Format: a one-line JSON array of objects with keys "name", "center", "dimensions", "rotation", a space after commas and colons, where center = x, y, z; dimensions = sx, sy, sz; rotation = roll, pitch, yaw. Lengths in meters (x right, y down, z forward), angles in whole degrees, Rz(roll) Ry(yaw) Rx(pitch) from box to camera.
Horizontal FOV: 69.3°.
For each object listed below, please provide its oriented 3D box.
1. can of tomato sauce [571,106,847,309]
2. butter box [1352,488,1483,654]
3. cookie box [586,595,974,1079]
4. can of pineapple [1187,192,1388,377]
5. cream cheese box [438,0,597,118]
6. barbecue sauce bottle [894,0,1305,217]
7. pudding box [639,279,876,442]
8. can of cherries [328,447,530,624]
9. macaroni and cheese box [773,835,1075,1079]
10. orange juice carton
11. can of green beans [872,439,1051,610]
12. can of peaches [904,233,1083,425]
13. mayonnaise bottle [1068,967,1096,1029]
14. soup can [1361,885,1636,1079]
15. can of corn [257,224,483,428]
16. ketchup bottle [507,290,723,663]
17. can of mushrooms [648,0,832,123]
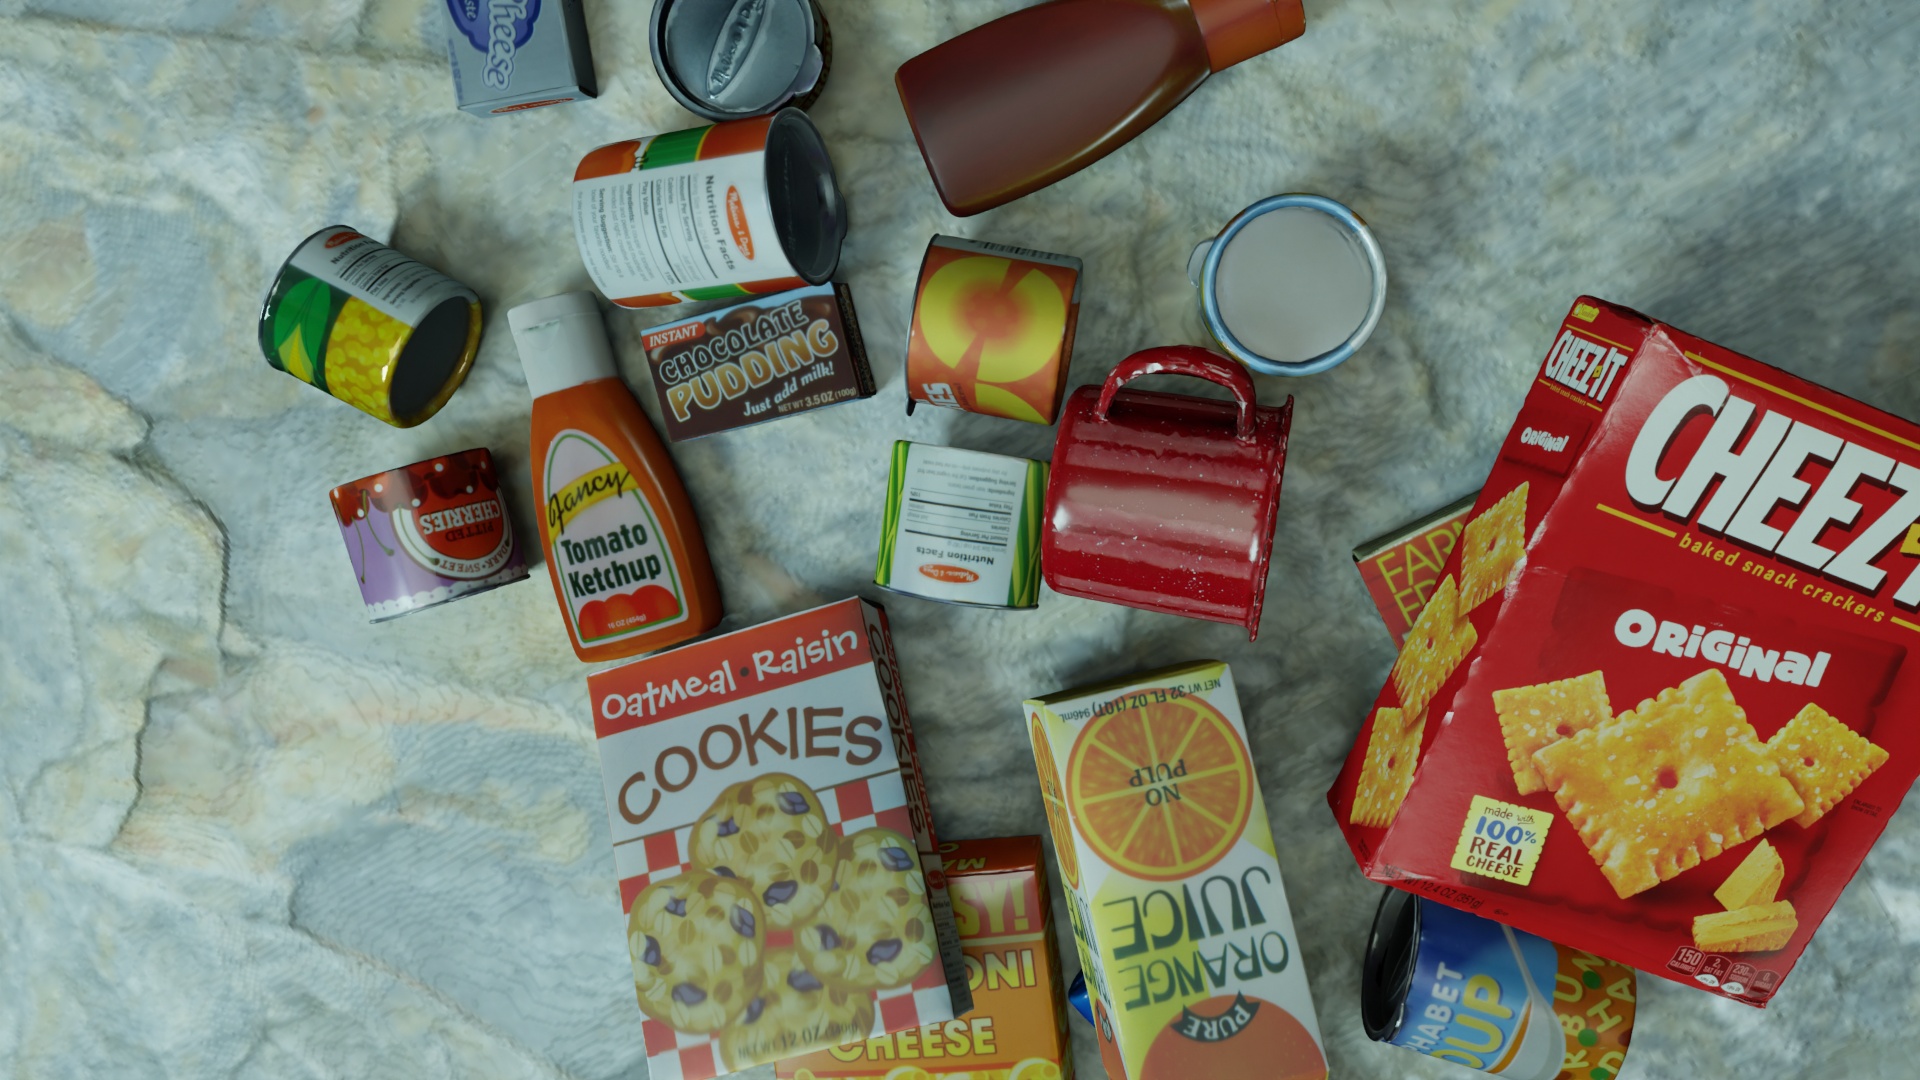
[{"name": "can of tomato sauce", "center": [-0.096, -0.127, 0.538], "dimensions": [0.083, 0.071, 0.071], "rotation": [-4, 98, 19]}, {"name": "butter box", "center": [0.210, 0.006, 0.539], "dimensions": [0.103, 0.024, 0.053], "rotation": [-27, 93, 11]}, {"name": "cookie box", "center": [-0.075, 0.119, 0.558], "dimensions": [0.123, 0.040, 0.168], "rotation": [-16, 73, 8]}, {"name": "can of pineapple", "center": [0.121, -0.095, 0.520], "dimensions": [0.071, 0.058, 0.071], "rotation": [1, 99, 8]}, {"name": "cream cheese box", "center": [-0.184, -0.228, 0.561], "dimensions": [0.053, 0.024, 0.103], "rotation": [-7, 97, 9]}, {"name": "barbecue sauce bottle", "center": [0.054, -0.178, 0.525], "dimensions": [0.148, 0.044, 0.065], "rotation": [-21, 95, 10]}, {"name": "pudding box", "center": [-0.082, -0.073, 0.566], "dimensions": [0.084, 0.030, 0.049], "rotation": [-12, 95, 9]}, {"name": "can of cherries", "center": [-0.218, -0.003, 0.576], "dimensions": [0.071, 0.071, 0.058], "rotation": [-15, 95, 10]}, {"name": "macaroni and cheese box", "center": [-0.016, 0.216, 0.592], "dimensions": [0.124, 0.040, 0.166], "rotation": [-7, 97, 9]}, {"name": "orange juice carton", "center": [0.082, 0.146, 0.526], "dimensions": [0.072, 0.073, 0.192], "rotation": [-12, 84, -5]}, {"name": "can of green beans", "center": [0.002, -0.007, 0.543], "dimensions": [0.071, 0.071, 0.057], "rotation": [9, 93, 7]}, {"name": "can of peaches", "center": [0.013, -0.078, 0.533], "dimensions": [0.058, 0.071, 0.071], "rotation": [10, 100, 6]}, {"name": "mayonnaise bottle", "center": [0.108, 0.230, 0.576], "dimensions": [0.064, 0.041, 0.148], "rotation": [-44, 90, 8]}, {"name": "soup can", "center": [0.207, 0.175, 0.540], "dimensions": [0.084, 0.071, 0.071], "rotation": [15, 100, 6]}, {"name": "can of corn", "center": [-0.240, -0.085, 0.570], "dimensions": [0.058, 0.071, 0.071], "rotation": [26, 101, 3]}, {"name": "ketchup bottle", "center": [-0.148, -0.027, 0.576], "dimensions": [0.065, 0.043, 0.148], "rotation": [-15, 95, 10]}, {"name": "can of mushrooms", "center": [-0.084, -0.195, 0.547], "dimensions": [0.071, 0.033, 0.071], "rotation": [1, 98, 8]}]
